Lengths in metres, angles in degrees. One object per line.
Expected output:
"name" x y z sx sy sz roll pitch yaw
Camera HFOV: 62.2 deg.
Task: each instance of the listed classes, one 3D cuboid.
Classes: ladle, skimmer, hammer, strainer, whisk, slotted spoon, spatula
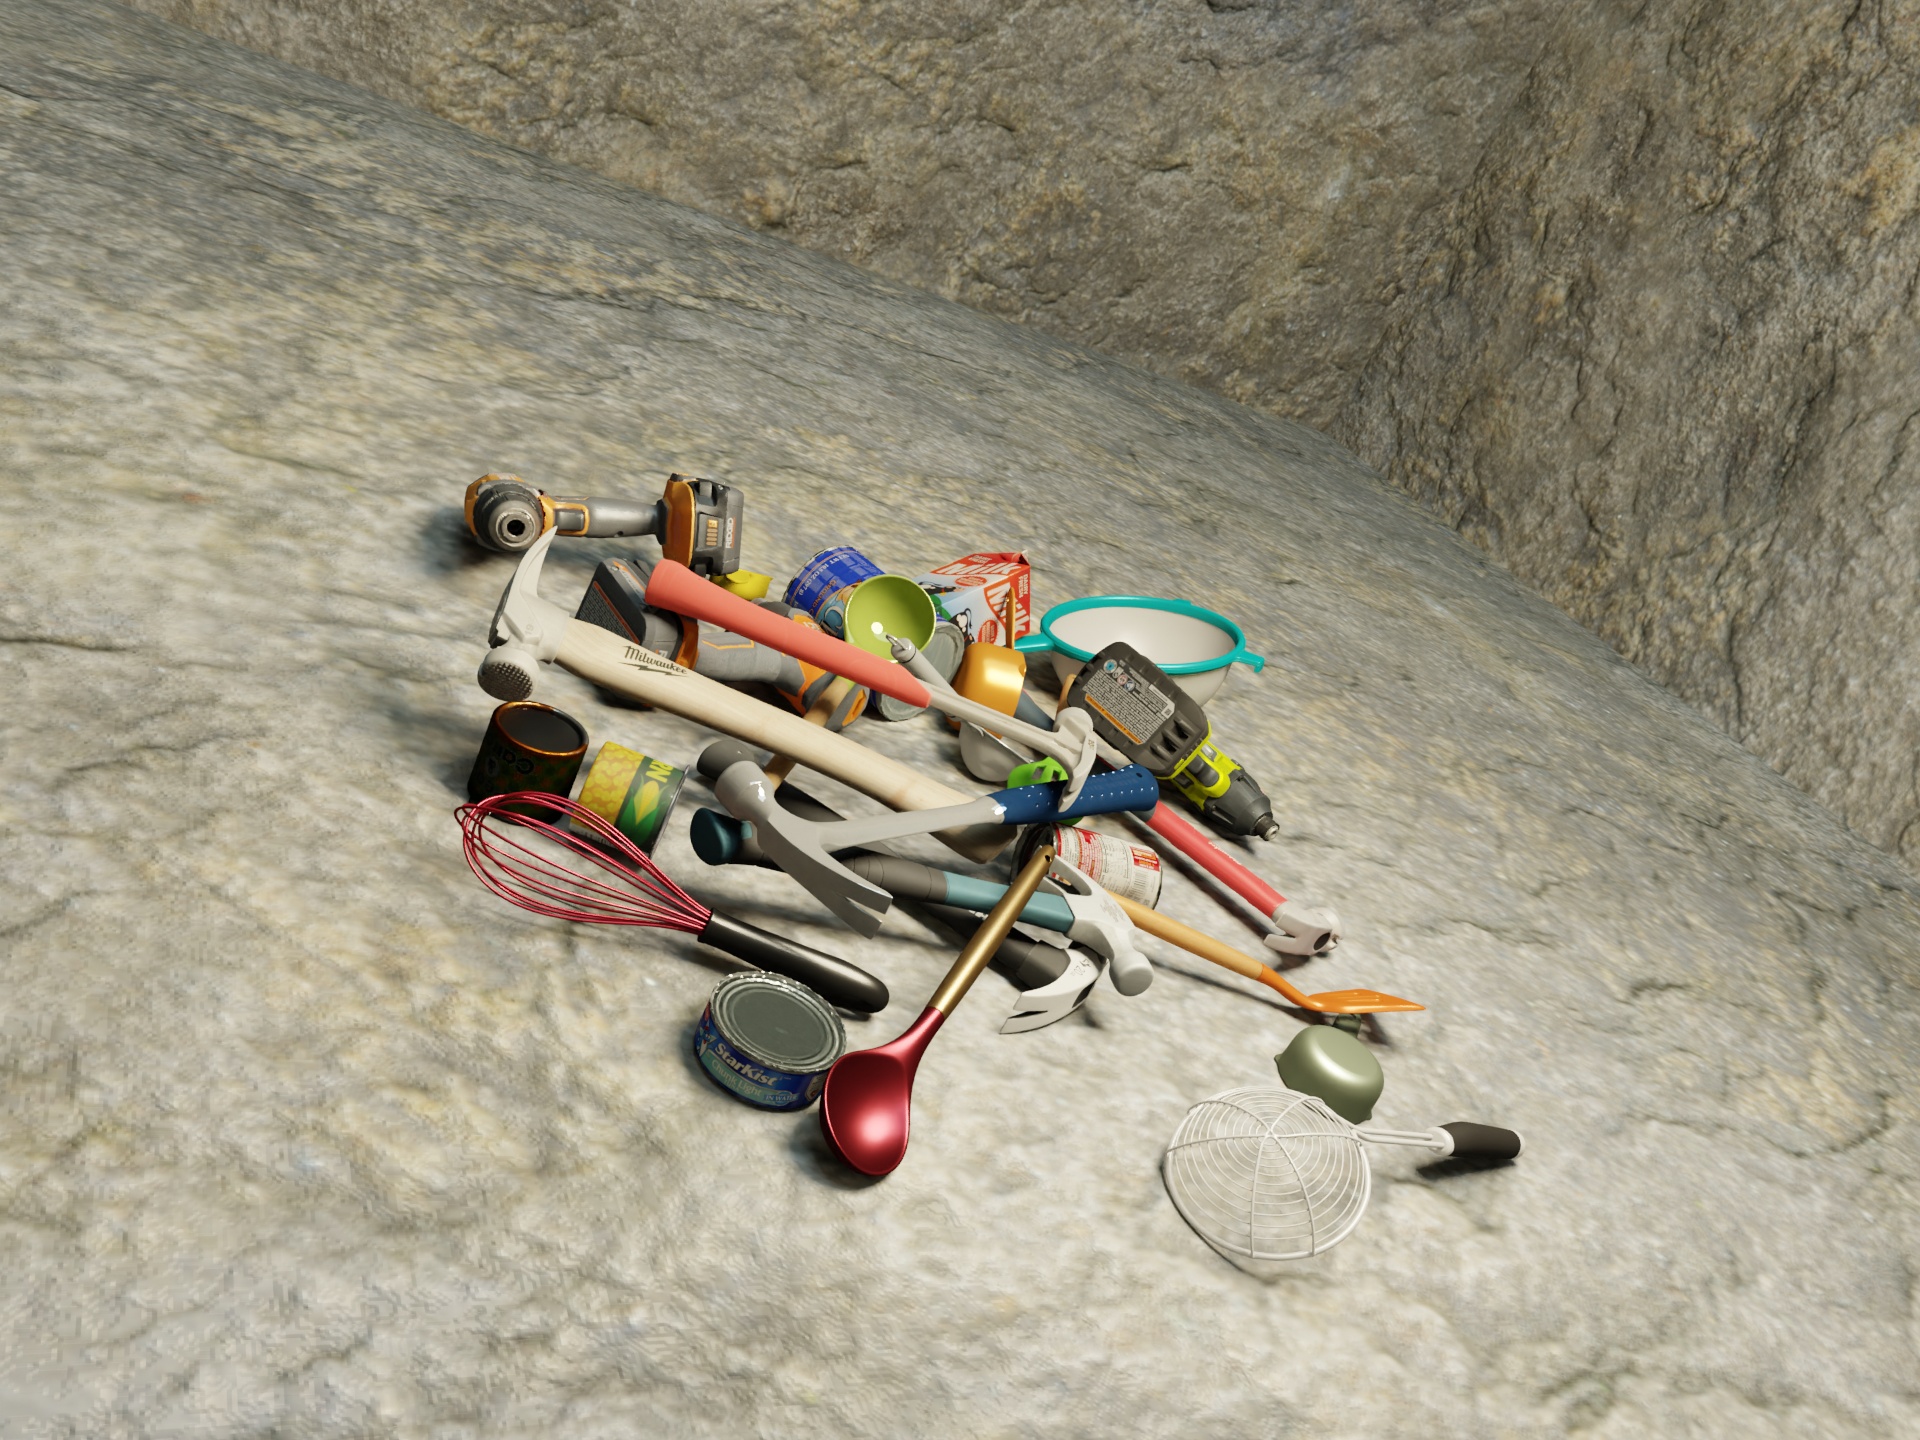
"ladle" -0.005 0.168 0.999 0.069 0.031 0.315 54 39 -11
"skimmer" 0.284 0.310 1.100 0.363 0.090 0.127 17 20 -45
"hammer" -0.069 -0.034 1.195 0.359 0.036 0.149 22 20 0
"strainer" -0.002 -0.004 1.343 0.087 0.050 0.258 31 -11 39
"whisk" -0.176 0.119 0.990 0.295 0.073 0.073 26 23 -14
"hammer" 0.019 0.070 1.138 0.405 0.035 0.144 -5 40 -49
"strainer" 0.124 -0.048 1.629 0.340 0.095 0.211 -6 25 -17
"hammer" -0.026 0.113 1.095 0.330 0.033 0.128 16 25 -25
"hammer" 0.164 0.080 1.416 0.387 0.038 0.143 38 12 29
"slotted spoon" 0.088 0.015 1.404 0.070 0.031 0.314 21 22 0
"ladle" -0.098 -0.022 1.240 0.078 0.062 0.320 33 35 -1
"spatula" 0.217 0.179 1.249 0.322 0.041 0.081 26 -8 -18
"hammer" -0.052 0.111 1.160 0.335 0.035 0.146 31 23 12
"hammer" -0.135 -0.001 1.142 0.410 0.038 0.146 26 40 -22

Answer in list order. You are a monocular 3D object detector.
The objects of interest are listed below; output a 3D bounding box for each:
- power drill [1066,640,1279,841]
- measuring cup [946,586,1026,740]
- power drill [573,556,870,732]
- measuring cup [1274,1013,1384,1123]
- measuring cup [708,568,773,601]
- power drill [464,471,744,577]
"power drill" 0.204 0.028 1.469 0.171 0.080 0.223 44 4 37
"measuring cup" 0.023 -0.062 1.481 0.052 0.095 0.174 14 53 -14
"power drill" -0.202 -0.067 1.326 0.226 0.084 0.164 10 28 -43
"measuring cup" 0.296 0.248 1.226 0.083 0.038 0.167 32 26 12
"measuring cup" -0.203 -0.121 1.441 0.062 0.029 0.156 13 7 -7
"power drill" -0.301 -0.168 1.344 0.226 0.084 0.185 1 12 -20
